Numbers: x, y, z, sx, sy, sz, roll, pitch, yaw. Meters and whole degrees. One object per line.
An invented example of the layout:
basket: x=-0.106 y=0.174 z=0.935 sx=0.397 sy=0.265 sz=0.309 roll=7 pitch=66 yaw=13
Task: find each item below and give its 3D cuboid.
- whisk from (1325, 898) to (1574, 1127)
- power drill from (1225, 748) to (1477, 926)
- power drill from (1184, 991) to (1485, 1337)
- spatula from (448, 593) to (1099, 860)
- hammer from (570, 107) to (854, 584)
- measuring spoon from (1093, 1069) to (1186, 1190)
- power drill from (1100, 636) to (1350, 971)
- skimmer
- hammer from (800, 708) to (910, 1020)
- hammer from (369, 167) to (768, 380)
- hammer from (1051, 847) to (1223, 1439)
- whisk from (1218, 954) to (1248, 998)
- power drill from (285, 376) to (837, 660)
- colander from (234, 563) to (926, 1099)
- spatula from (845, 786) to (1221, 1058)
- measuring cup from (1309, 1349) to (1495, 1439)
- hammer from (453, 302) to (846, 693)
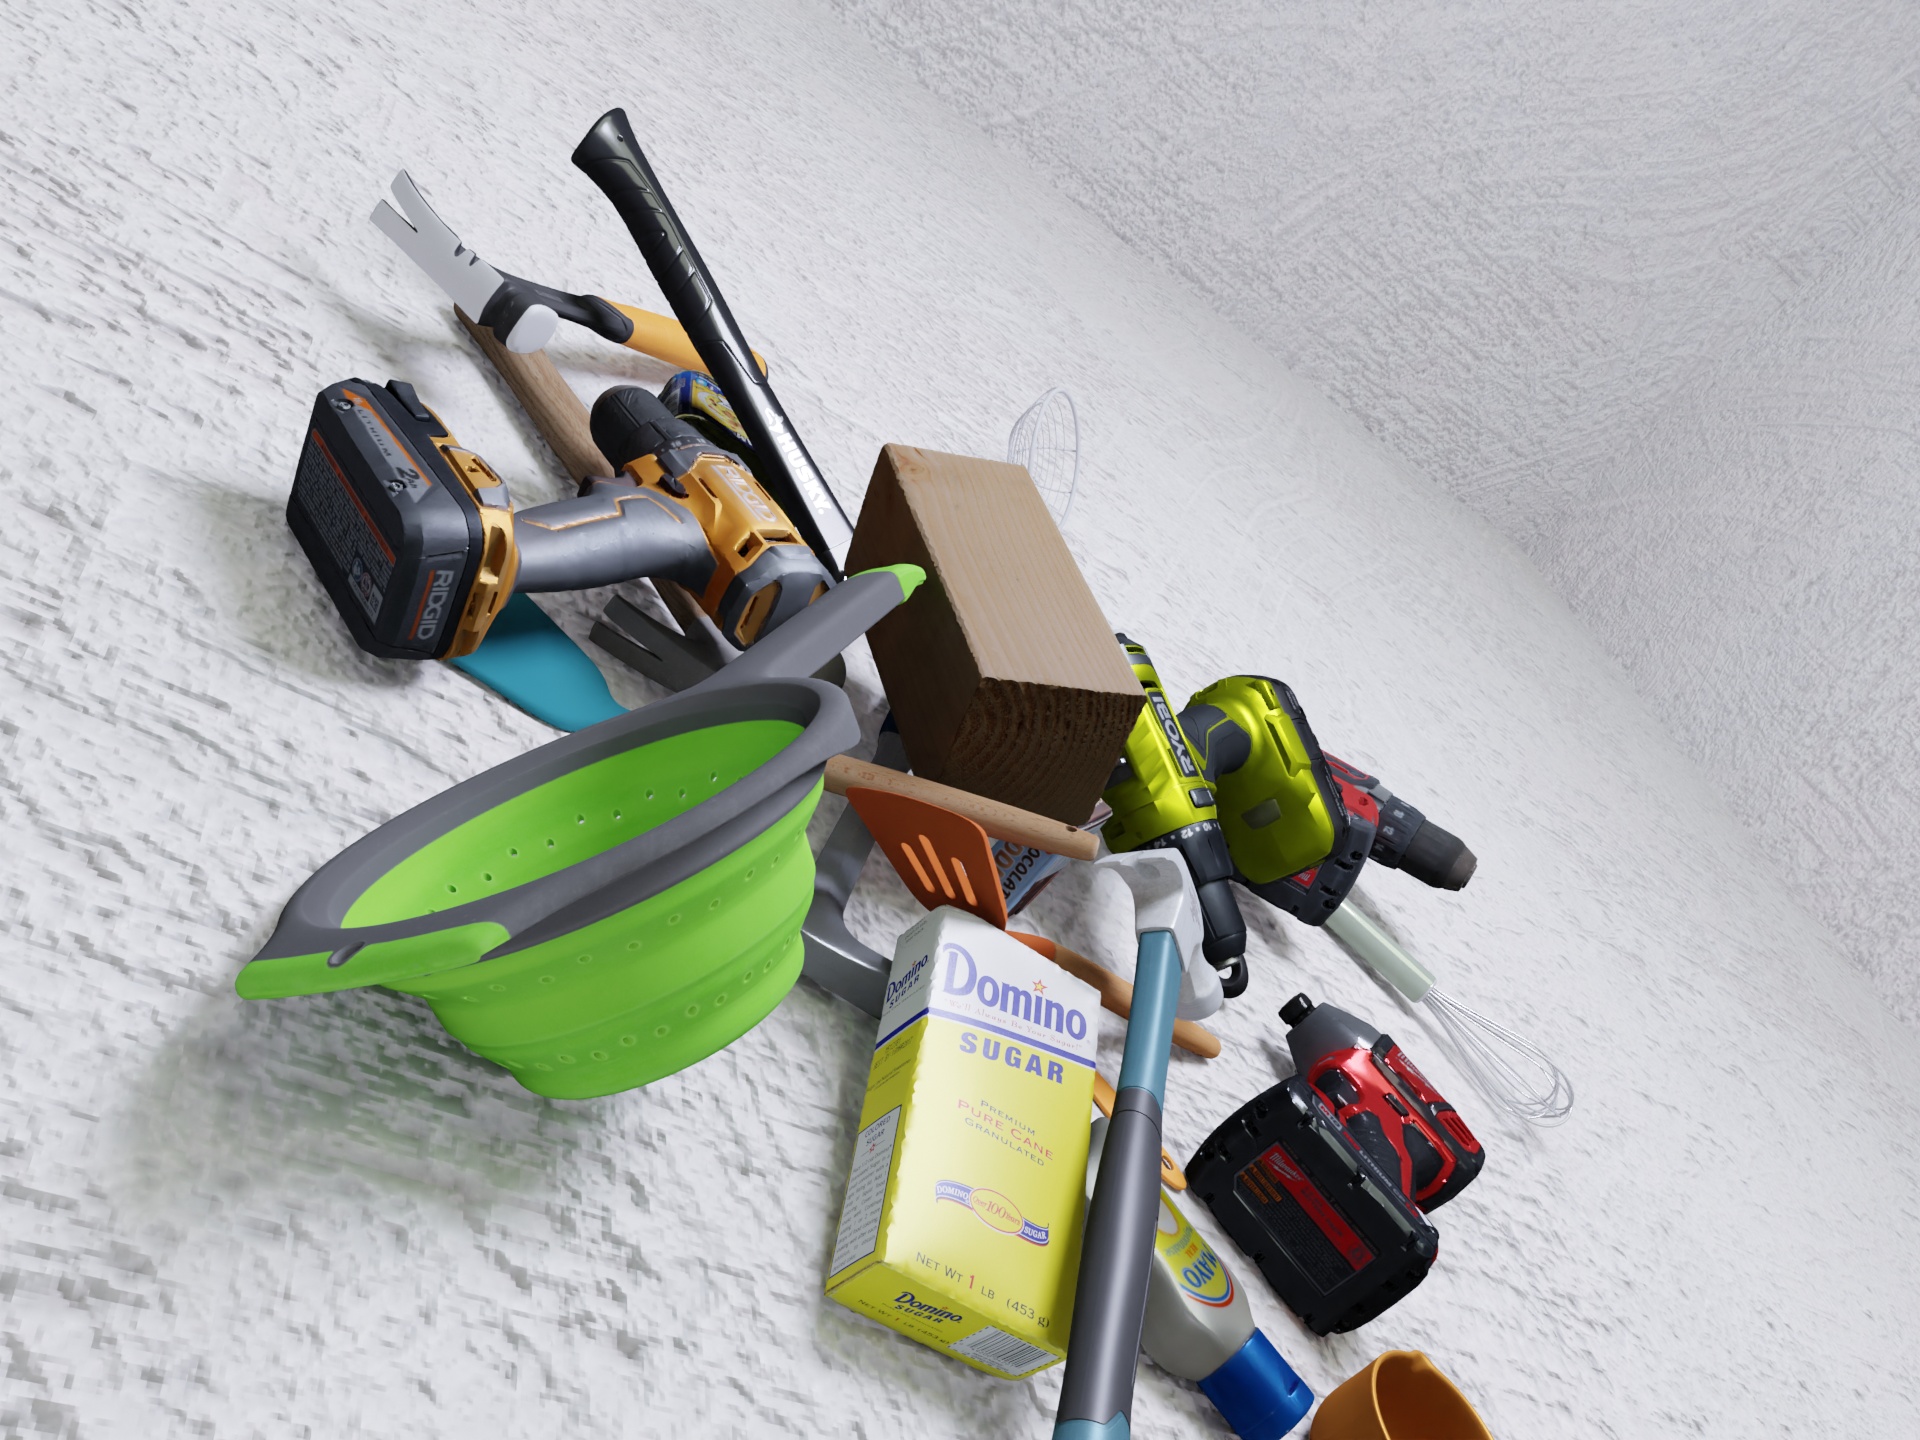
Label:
whisk: x=0.343 y=0.200 z=1.150 sx=0.246 sy=0.057 sz=0.059 roll=43 pitch=54 yaw=9
power drill: x=0.274 y=0.081 z=1.156 sx=0.188 sy=0.080 sz=0.226 roll=31 pitch=18 yaw=19
power drill: x=0.210 y=0.228 z=0.872 sx=0.143 sy=0.078 sz=0.219 roll=49 pitch=22 yaw=14
spatula: x=-0.087 y=0.007 z=0.738 sx=0.317 sy=0.044 sz=0.082 roll=16 pitch=26 yaw=4
hammer: x=-0.128 y=-0.206 z=0.937 sx=0.146 sy=0.035 sz=0.335 roll=-32 pitch=94 yaw=-39
measuring spoon: x=0.077 y=0.189 z=0.807 sx=0.117 sy=0.011 sz=0.021 roll=49 pitch=25 yaw=14
power drill: x=0.150 y=0.049 z=0.952 sx=0.228 sy=0.080 sz=0.191 roll=0 pitch=64 yaw=-57
skimmer: x=0.126 y=-0.122 z=1.290 sx=0.364 sy=0.090 sz=0.127 roll=64 pitch=0 yaw=34
hammer: x=-0.033 y=0.025 z=0.880 sx=0.144 sy=0.035 sz=0.406 roll=39 pitch=25 yaw=-7
hammer: x=-0.217 y=-0.252 z=0.999 sx=0.127 sy=0.034 sz=0.337 roll=43 pitch=15 yaw=14
hammer: x=0.073 y=0.173 z=0.659 sx=0.331 sy=0.033 sz=0.128 roll=-70 pitch=146 yaw=-55
whisk: x=0.106 y=0.049 z=1.027 sx=0.073 sy=0.073 sz=0.296 roll=9 pitch=46 yaw=-51
power drill: x=-0.191 y=-0.106 z=0.752 sx=0.226 sy=0.084 sz=0.186 roll=-5 pitch=44 yaw=-44
colander: x=-0.091 y=0.035 z=0.628 sx=0.397 sy=0.204 sz=0.094 roll=-46 pitch=120 yaw=-58
spatula: x=0.058 y=0.115 z=0.794 sx=0.081 sy=0.041 sz=0.322 roll=12 pitch=-16 yaw=41
measuring cup: x=0.229 y=0.356 z=0.720 sx=0.173 sy=0.052 sz=0.095 roll=36 pitch=25 yaw=-19
hammer: x=-0.197 y=-0.131 z=0.881 sx=0.130 sy=0.031 sz=0.332 roll=-5 pitch=50 yaw=-51
